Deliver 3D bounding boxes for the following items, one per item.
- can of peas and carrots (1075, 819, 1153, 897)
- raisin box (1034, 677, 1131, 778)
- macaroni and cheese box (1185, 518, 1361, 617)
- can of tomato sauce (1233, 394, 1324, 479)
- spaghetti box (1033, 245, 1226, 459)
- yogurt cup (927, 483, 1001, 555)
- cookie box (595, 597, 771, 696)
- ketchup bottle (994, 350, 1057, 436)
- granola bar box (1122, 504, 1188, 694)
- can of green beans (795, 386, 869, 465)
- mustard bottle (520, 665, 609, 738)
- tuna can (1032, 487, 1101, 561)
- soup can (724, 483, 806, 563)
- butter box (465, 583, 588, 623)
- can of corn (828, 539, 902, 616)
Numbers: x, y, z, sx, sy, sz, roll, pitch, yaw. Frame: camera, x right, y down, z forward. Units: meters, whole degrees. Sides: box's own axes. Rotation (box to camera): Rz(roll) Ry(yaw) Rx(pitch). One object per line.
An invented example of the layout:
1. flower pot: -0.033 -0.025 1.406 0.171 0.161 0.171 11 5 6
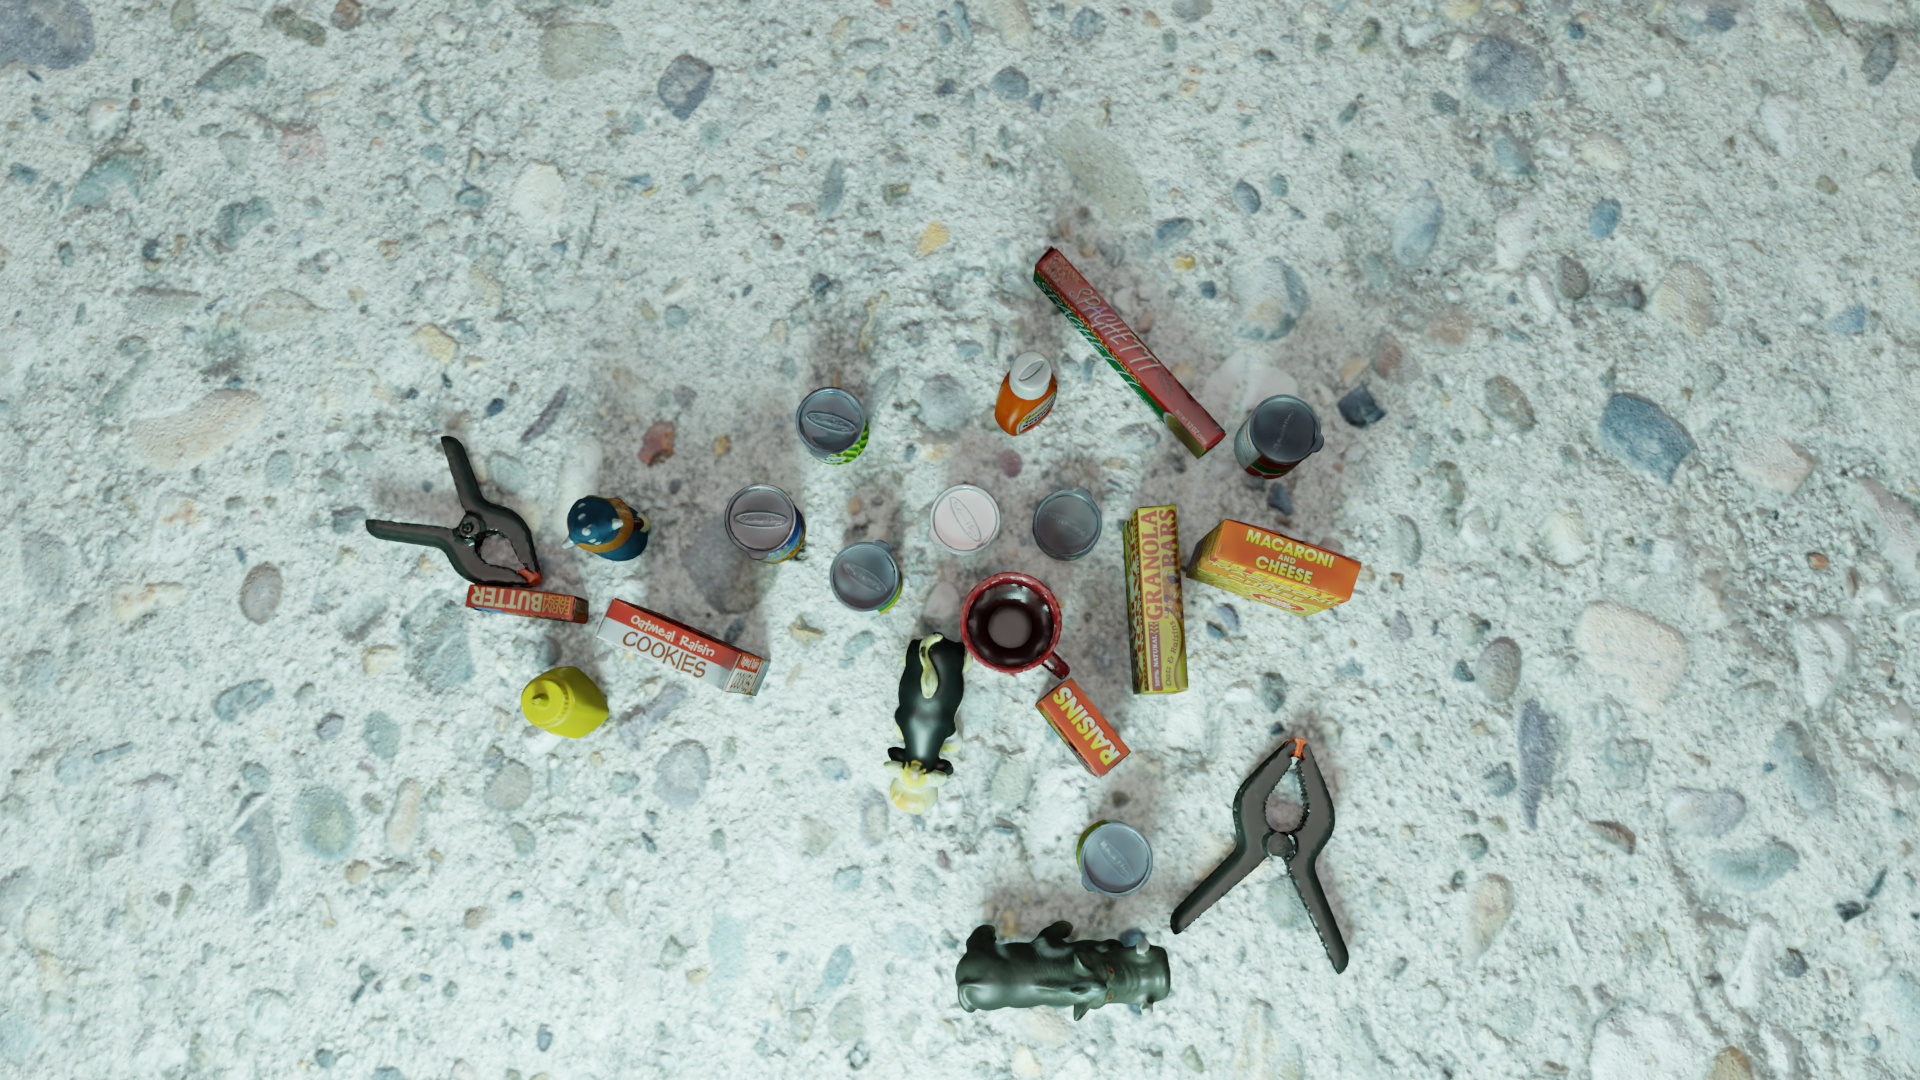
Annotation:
1. can of peas and carrots: 0.139 0.293 1.276 0.071 0.058 0.071 0 82 1
2. raisin box: 0.109 0.170 1.262 0.040 0.123 0.086 -38 83 -4
3. macaroni and cheese box: 0.279 0.026 1.261 0.124 0.166 0.040 18 83 3
4. can of tomato sauce: 0.302 -0.097 1.322 0.071 0.083 0.071 0 82 1
5. spaghetti box: 0.162 -0.182 1.353 0.029 0.050 0.250 -41 83 -5
6. yogurt cup: 0.005 -0.017 1.327 0.072 0.054 0.072 0 81 1
7. cookie box: -0.245 0.098 1.254 0.123 0.167 0.040 22 83 4
8. ketchup bottle: 0.062 -0.140 1.298 0.065 0.148 0.043 -41 83 -5
9. granola bar box: 0.177 0.058 1.278 0.039 0.124 0.165 -3 81 0
10. can of green beans: -0.123 -0.110 1.340 0.071 0.057 0.071 0 82 1
11. mustard bottle: -0.363 0.145 1.251 0.049 0.160 0.065 -38 83 -4
12. tuna can: 0.103 -0.016 1.337 0.071 0.033 0.071 0 81 1
13. soup can: -0.183 -0.012 1.313 0.071 0.083 0.071 0 82 1
14. butter box: -0.410 0.060 1.319 0.103 0.053 0.024 7 82 2
15. can of corn: -0.088 0.035 1.318 0.071 0.058 0.071 0 82 1
